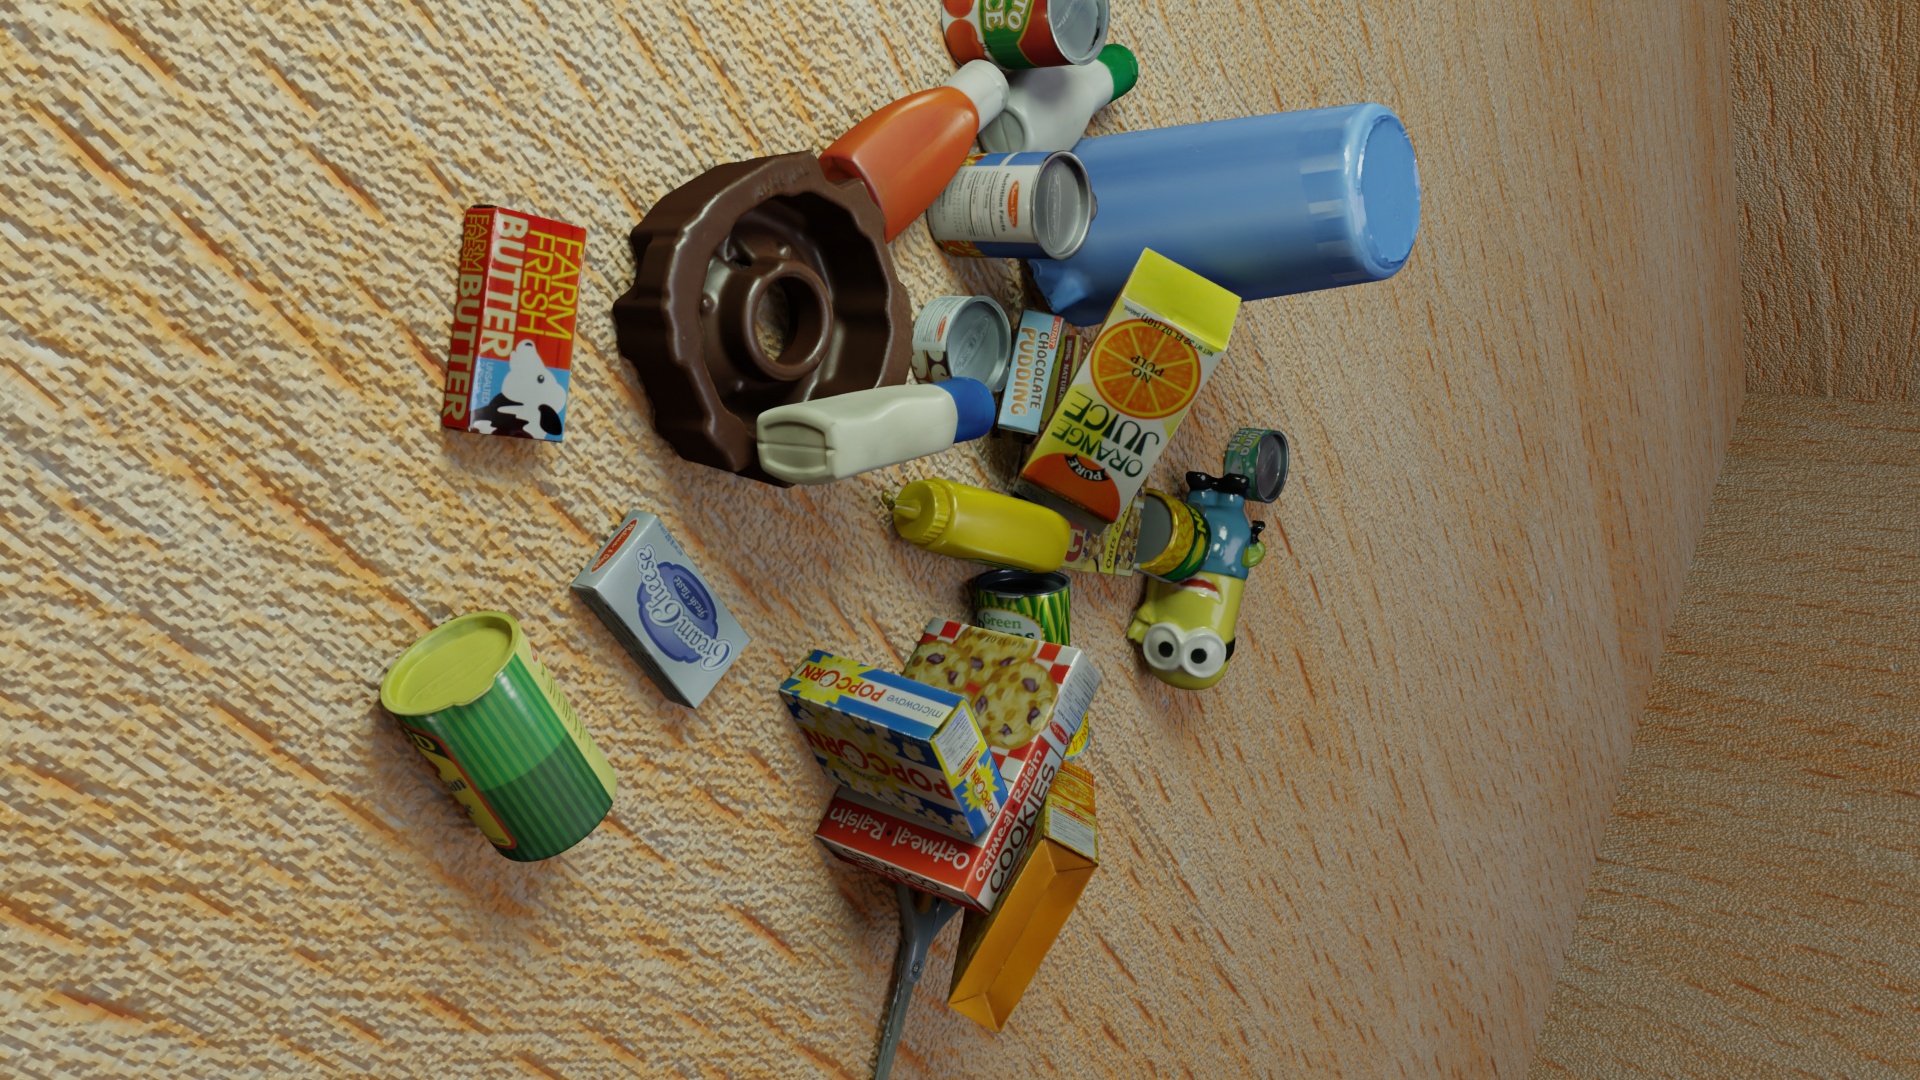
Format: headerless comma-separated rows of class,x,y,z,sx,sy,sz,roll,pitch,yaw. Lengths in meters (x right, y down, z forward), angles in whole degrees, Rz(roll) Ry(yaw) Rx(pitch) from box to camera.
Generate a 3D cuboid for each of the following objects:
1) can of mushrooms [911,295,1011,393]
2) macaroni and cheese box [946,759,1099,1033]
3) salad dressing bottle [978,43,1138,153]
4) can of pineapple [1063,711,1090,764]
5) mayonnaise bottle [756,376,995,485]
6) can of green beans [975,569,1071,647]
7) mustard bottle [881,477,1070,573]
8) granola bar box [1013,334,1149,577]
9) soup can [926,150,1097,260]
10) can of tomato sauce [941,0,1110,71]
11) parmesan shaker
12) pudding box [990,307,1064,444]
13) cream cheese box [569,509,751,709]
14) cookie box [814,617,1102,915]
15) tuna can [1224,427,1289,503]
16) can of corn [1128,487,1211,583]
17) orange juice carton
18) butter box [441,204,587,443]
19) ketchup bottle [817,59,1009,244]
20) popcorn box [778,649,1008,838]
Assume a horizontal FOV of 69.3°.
can of mushrooms,0.001,-0.123,0.897,0.071,0.033,0.071,-14,108,-50
macaroni and cheese box,0.043,0.220,0.893,0.123,0.040,0.167,-61,180,10
salad dressing bottle,0.070,-0.298,0.938,0.148,0.044,0.064,-41,122,-41
can of pineapple,0.060,0.121,0.995,0.071,0.071,0.057,-27,118,-46
mayonnaise bottle,-0.038,-0.061,0.747,0.148,0.065,0.041,-18,111,-50
can of green beans,0.043,0.055,0.963,0.071,0.071,0.057,-18,112,-49
mustard bottle,0.003,-0.011,0.904,0.160,0.065,0.049,13,88,-46
granola bar box,0.094,-0.060,1.025,0.124,0.039,0.165,9,90,-52
soup can,0.032,-0.211,0.876,0.071,0.084,0.071,-16,111,-49
can of tomato sauce,0.039,-0.327,0.859,0.071,0.083,0.071,-15,110,-49
parmesan shaker,-0.210,0.094,0.644,0.072,0.071,0.102,-48,133,-34
pudding box,0.045,-0.110,0.942,0.049,0.030,0.084,126,-22,-84
cream cheese box,-0.157,0.038,0.738,0.053,0.024,0.103,-55,135,-27
cookie box,-0.001,0.138,0.878,0.040,0.123,0.168,52,58,-43
tuna can,0.265,-0.069,1.245,0.071,0.033,0.071,-15,110,-50
can of corn,0.156,-0.006,1.092,0.058,0.071,0.071,20,82,-51
orange juice carton,0.101,-0.084,0.904,0.191,0.072,0.073,-62,180,39
butter box,-0.206,-0.099,0.645,0.053,0.024,0.103,3,96,-53
ketchup bottle,-0.023,-0.238,0.832,0.149,0.043,0.064,-50,134,-34
popcorn box,-0.039,0.119,0.823,0.038,0.127,0.085,-48,132,-31
